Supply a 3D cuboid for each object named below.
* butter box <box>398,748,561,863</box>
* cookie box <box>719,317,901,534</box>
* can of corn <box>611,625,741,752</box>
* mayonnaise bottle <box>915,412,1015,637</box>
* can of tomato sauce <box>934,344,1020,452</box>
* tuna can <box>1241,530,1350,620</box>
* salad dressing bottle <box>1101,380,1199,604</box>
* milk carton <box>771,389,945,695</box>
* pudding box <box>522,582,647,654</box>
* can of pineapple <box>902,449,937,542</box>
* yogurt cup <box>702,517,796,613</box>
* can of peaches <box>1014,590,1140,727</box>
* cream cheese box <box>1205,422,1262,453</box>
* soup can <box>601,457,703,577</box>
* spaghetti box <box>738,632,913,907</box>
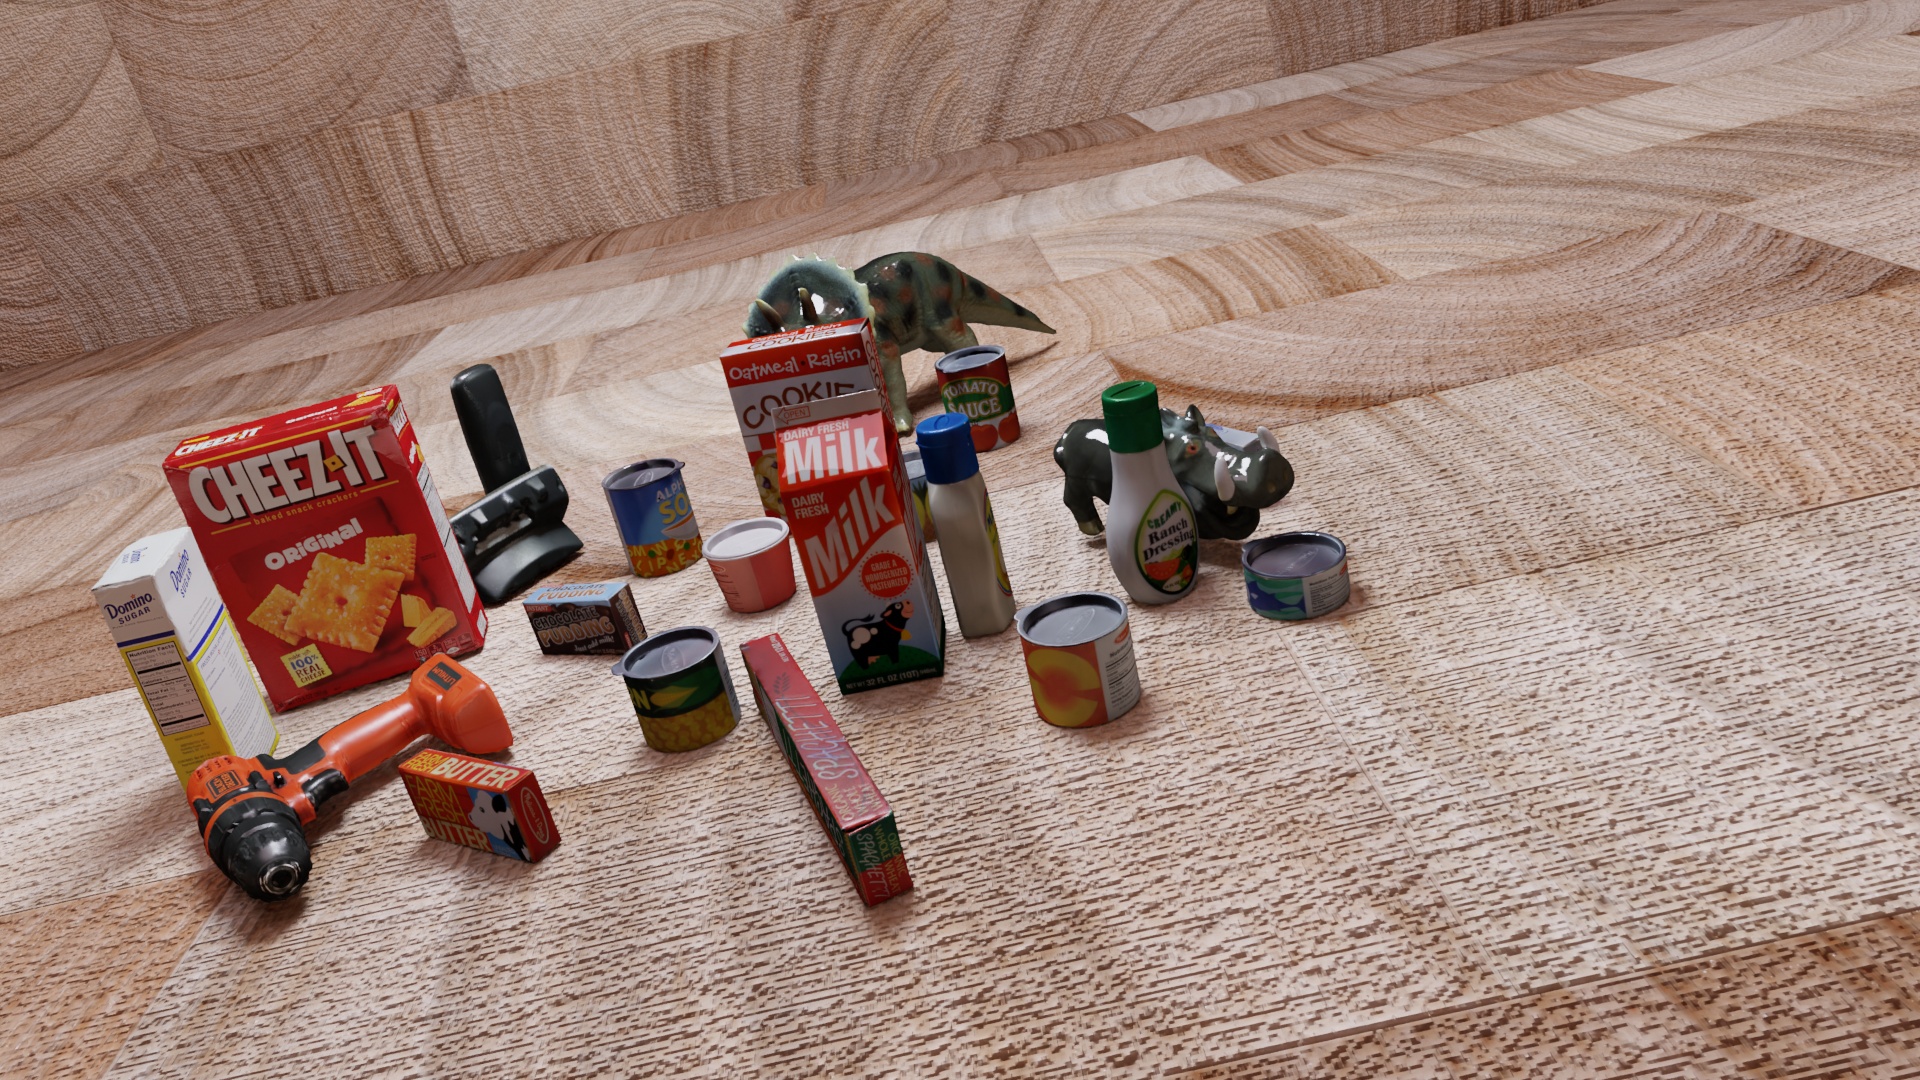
[{"bbox_3d":[-0.288,0.157,0.829,0.103,0.053,0.024,3,28,34],"label":"butter box"},{"bbox_3d":[-0.118,-0.093,1.165,0.123,0.166,0.040,-8,23,11],"label":"cookie box"},{"bbox_3d":[-0.184,0.097,0.904,0.071,0.058,0.071,-11,23,5],"label":"can of corn"},{"bbox_3d":[0.003,-0.012,0.940,0.041,0.147,0.065,-9,23,10],"label":"mayonnaise bottle"},{"bbox_3d":[0.016,-0.130,1.284,0.071,0.082,0.071,-11,23,5],"label":"can of tomato sauce"},{"bbox_3d":[0.215,0.022,0.897,0.071,0.032,0.071,-11,23,5],"label":"tuna can"},{"bbox_3d":[0.123,-0.031,0.922,0.064,0.147,0.044,-24,25,-24],"label":"salad dressing bottle"},{"bbox_3d":[-0.065,-0.003,0.903,0.072,0.189,0.074,-11,23,6],"label":"milk carton"},{"bbox_3d":[-0.285,0.059,1.055,0.083,0.049,0.030,-2,25,24],"label":"pudding box"},{"bbox_3d":[-0.034,-0.036,1.128,0.071,0.057,0.071,-11,23,5],"label":"can of pineapple"},{"bbox_3d":[-0.160,0.020,1.071,0.072,0.053,0.073,-11,23,5],"label":"yogurt cup"},{"bbox_3d":[0.070,0.070,0.832,0.071,0.057,0.071,-11,23,5],"label":"can of peaches"},{"bbox_3d":[0.193,-0.062,1.073,0.024,0.053,0.104,-25,26,-27],"label":"cream cheese box"},{"bbox_3d":[-0.257,-0.020,1.177,0.071,0.083,0.071,-11,23,5],"label":"soup can"},{"bbox_3d":[-0.084,0.123,0.803,0.029,0.050,0.250,-20,24,-15],"label":"spaghetti box"}]
